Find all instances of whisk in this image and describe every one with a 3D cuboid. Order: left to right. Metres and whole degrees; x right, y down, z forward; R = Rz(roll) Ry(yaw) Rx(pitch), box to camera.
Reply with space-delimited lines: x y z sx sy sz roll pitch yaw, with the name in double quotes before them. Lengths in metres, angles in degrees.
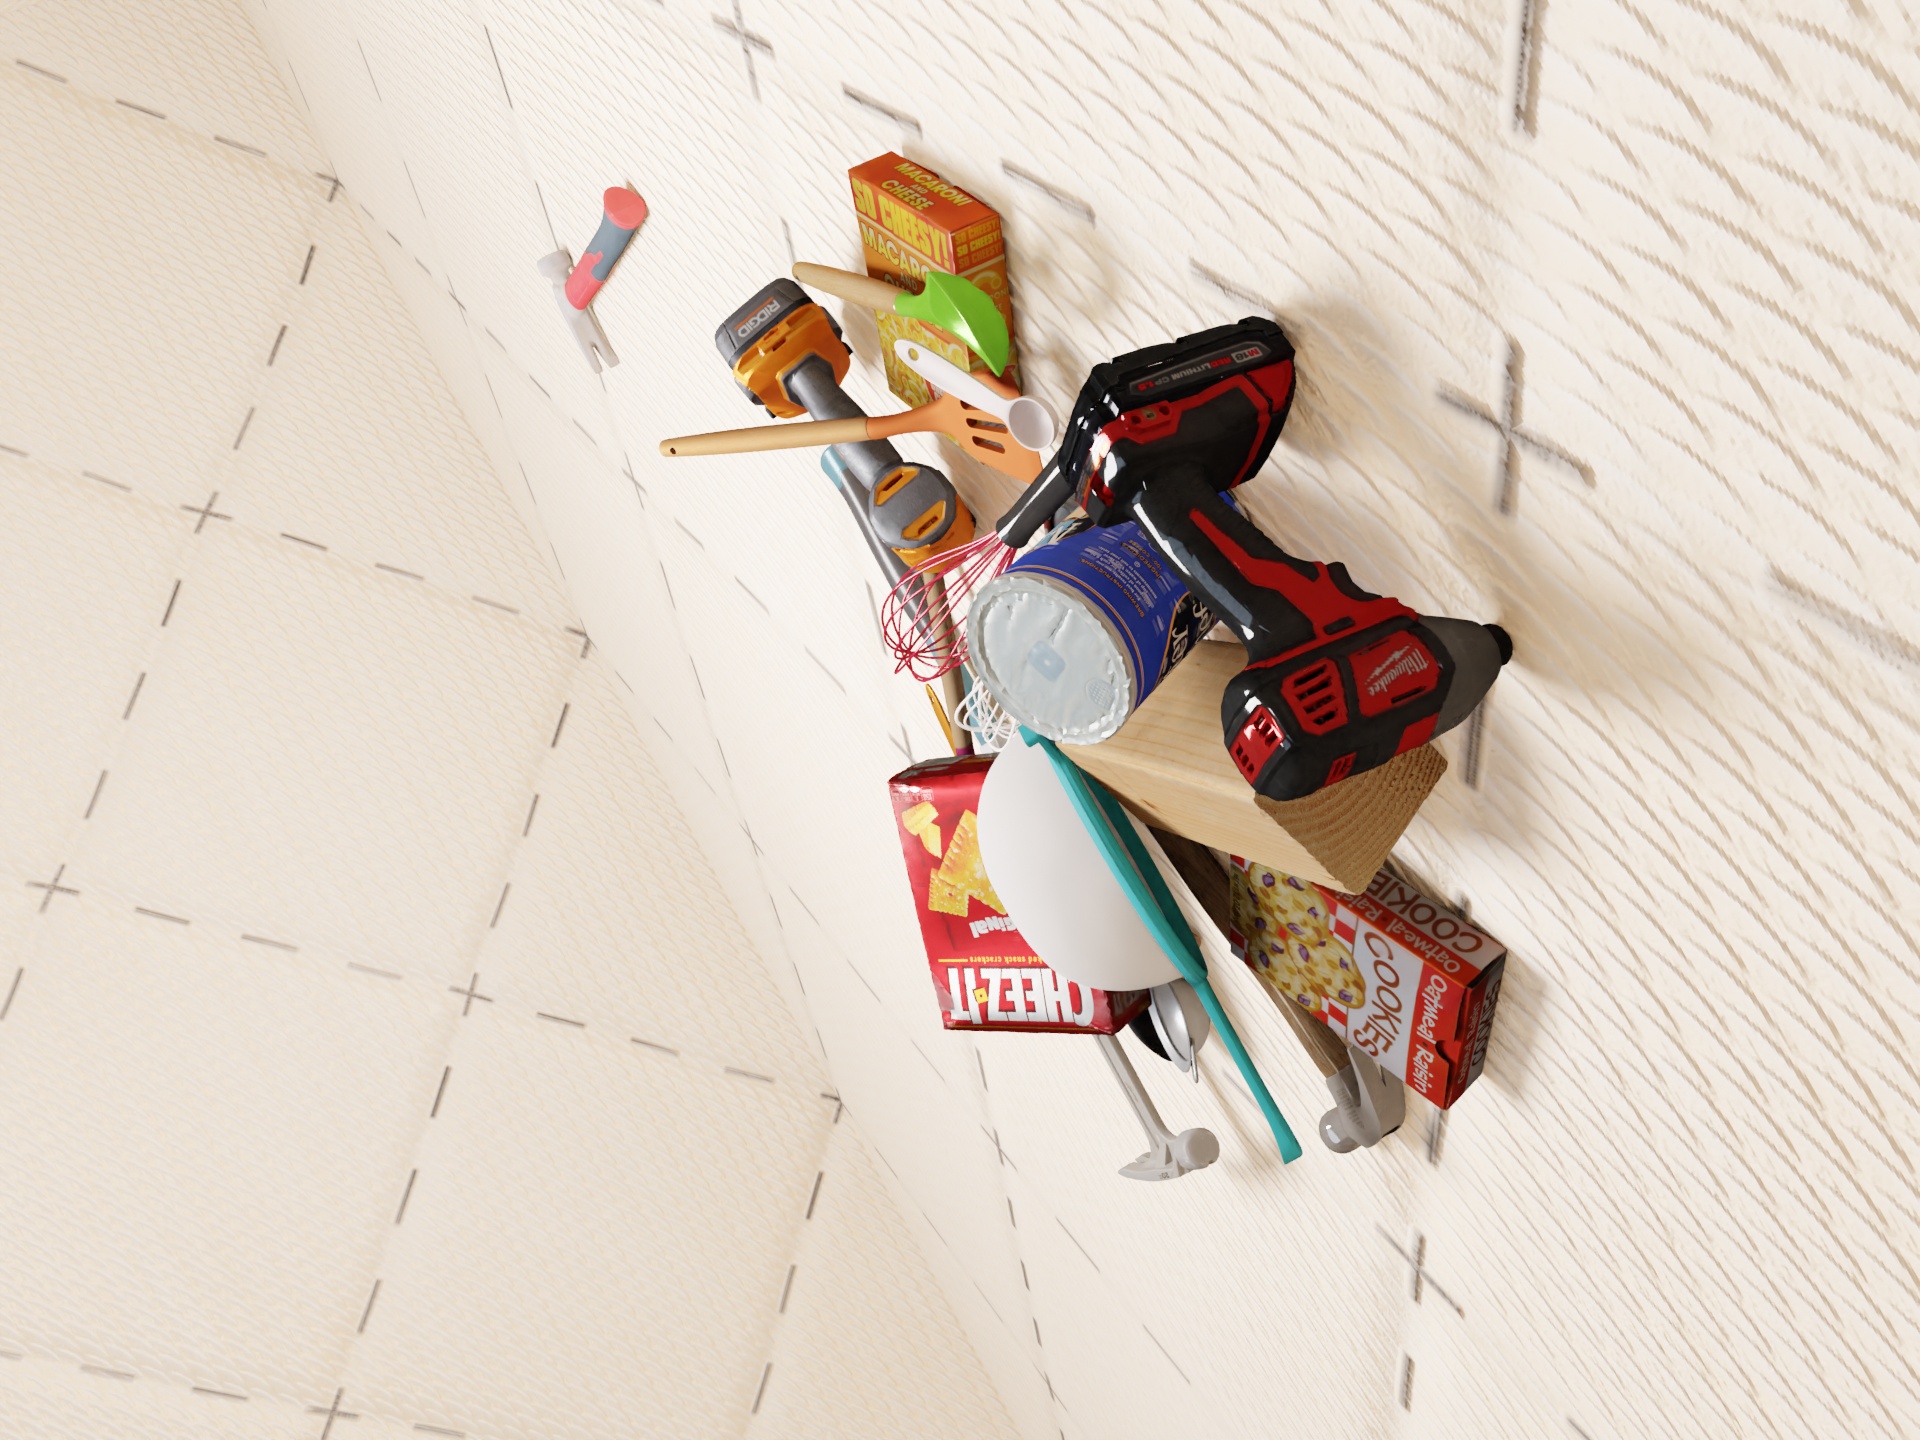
"whisk" 0.023 -0.108 1.000 0.073 0.073 0.295 58 142 10
"whisk" 0.046 -0.050 1.053 0.246 0.059 0.058 115 150 -58
"whisk" 0.094 0.194 1.381 0.285 0.070 0.070 44 155 31

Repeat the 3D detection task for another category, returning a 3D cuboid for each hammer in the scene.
"hammer" -0.378 -0.471 1.686 0.143 0.038 0.386 64 161 -11
"hammer" -0.029 -0.084 1.336 0.331 0.033 0.128 61 162 1
"hammer" 0.089 0.212 1.316 0.359 0.036 0.149 61 156 7
"hammer" 0.191 0.140 1.086 0.331 0.031 0.130 56 161 16

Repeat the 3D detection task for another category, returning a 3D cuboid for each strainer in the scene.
"strainer" 0.102 0.154 1.044 0.340 0.095 0.211 60 -173 3
"strainer" 0.139 0.193 1.282 0.259 0.050 0.086 49 153 47

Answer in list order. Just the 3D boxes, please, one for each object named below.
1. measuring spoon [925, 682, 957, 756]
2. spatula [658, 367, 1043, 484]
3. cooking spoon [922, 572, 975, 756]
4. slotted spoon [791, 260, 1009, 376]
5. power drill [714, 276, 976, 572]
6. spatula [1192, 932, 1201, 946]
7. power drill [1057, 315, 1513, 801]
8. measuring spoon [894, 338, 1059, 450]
"measuring spoon" -0.010 0.021 1.366 0.021 0.011 0.116 22 138 64
"spatula" -0.083 -0.190 1.064 0.323 0.041 0.081 1 126 32
"cooking spoon" -0.002 -0.004 1.276 0.069 0.017 0.319 -2 102 40
"slotted spoon" -0.046 -0.268 1.004 0.070 0.031 0.314 52 172 -33
"power drill" -0.073 -0.203 1.175 0.226 0.084 0.164 51 -177 11
"spatula" 0.097 0.122 1.318 0.059 0.018 0.316 44 172 -35
"power drill" 0.151 -0.077 0.741 0.220 0.143 0.078 61 158 23
"measuring spoon" 0.011 -0.202 0.959 0.124 0.018 0.034 34 141 21
